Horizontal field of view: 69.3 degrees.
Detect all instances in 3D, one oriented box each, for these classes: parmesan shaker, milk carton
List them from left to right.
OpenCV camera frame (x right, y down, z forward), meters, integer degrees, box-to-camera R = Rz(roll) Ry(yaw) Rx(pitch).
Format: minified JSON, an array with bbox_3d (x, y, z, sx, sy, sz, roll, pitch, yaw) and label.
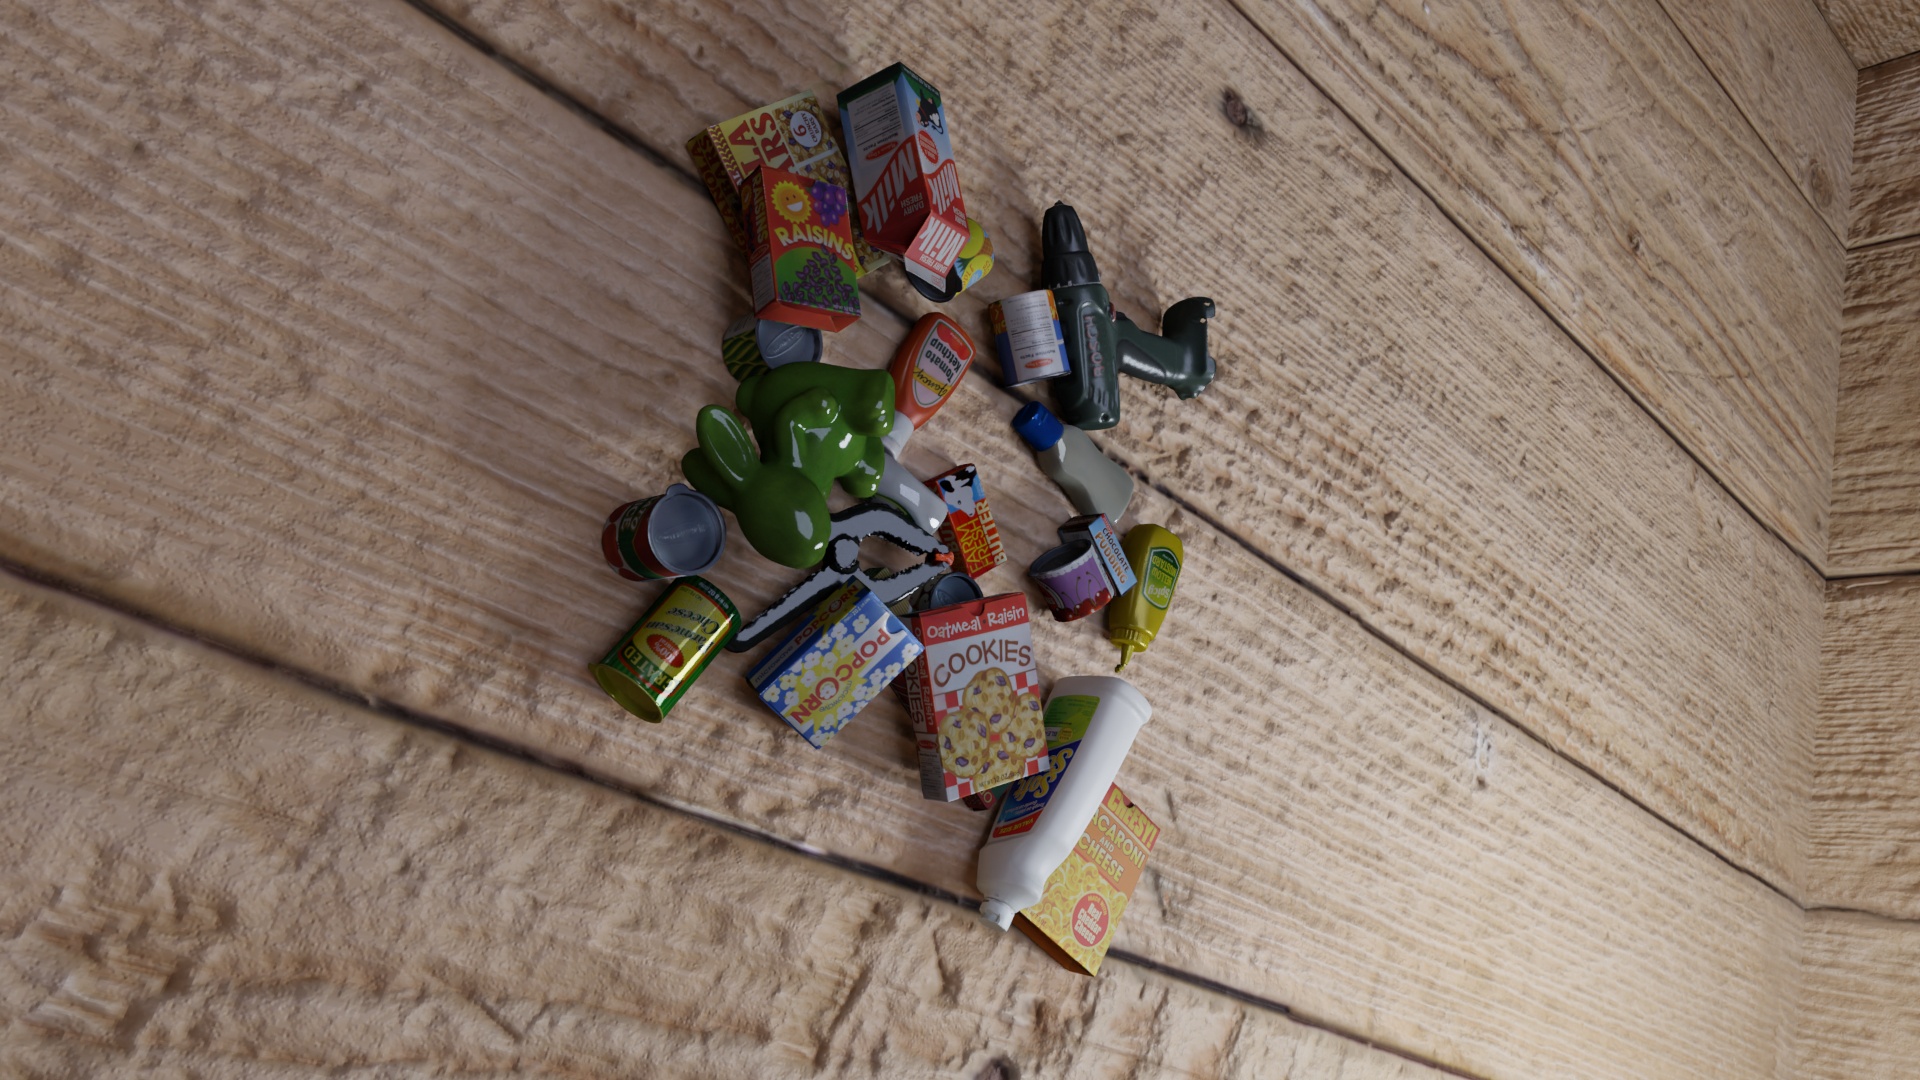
[{"bbox_3d":[-0.229,0.081,1.086,0.071,0.071,0.103,51,56,-22],"label":"parmesan shaker"},{"bbox_3d":[-0.048,-0.318,1.242,0.072,0.073,0.191,15,60,-59],"label":"milk carton"}]

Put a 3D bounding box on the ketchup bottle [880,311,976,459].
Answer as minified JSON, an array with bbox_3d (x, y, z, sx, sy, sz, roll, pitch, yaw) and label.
[{"bbox_3d":[-0.042,-0.138,1.279,0.064,0.043,0.149,43,60,-27],"label":"ketchup bottle"}]

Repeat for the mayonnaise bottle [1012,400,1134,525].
[{"bbox_3d":[0.113,-0.080,1.400,0.148,0.041,0.065,43,59,-26],"label":"mayonnaise bottle"}]

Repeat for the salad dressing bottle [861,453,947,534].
[{"bbox_3d":[-0.078,-0.059,1.232,0.147,0.064,0.044,41,71,-19],"label":"salad dressing bottle"}]

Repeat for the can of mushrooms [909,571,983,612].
[{"bbox_3d":[-0.013,0.065,1.283,0.071,0.033,0.071,5,81,-39],"label":"can of mushrooms"}]

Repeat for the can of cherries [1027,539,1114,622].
[{"bbox_3d":[0.108,0.041,1.366,0.072,0.071,0.058,-38,109,-36],"label":"can of cherries"}]

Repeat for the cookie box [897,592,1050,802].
[{"bbox_3d":[0.014,0.138,1.250,0.123,0.040,0.167,-10,93,-38],"label":"cookie box"}]

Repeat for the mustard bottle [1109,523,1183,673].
[{"bbox_3d":[0.186,0.063,1.435,0.065,0.048,0.161,29,67,-31],"label":"mustard bottle"}]

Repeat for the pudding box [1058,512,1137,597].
[{"bbox_3d":[0.138,0.016,1.402,0.030,0.049,0.083,-36,106,-34],"label":"pudding box"}]

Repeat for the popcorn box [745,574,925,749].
[{"bbox_3d":[-0.105,0.103,1.161,0.127,0.038,0.085,-43,125,-5],"label":"popcorn box"}]

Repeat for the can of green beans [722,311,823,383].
[{"bbox_3d":[-0.160,-0.165,1.177,0.071,0.057,0.071,6,81,-39],"label":"can of green beans"}]

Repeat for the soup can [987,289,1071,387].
[{"bbox_3d":[0.067,-0.197,1.363,0.071,0.071,0.083,-15,93,-39],"label":"soup can"}]

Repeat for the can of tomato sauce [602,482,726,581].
[{"bbox_3d":[-0.233,-0.004,1.081,0.071,0.083,0.071,6,81,-39],"label":"can of tomato sauce"}]

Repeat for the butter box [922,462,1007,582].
[{"bbox_3d":[0.005,-0.016,1.314,0.053,0.024,0.103,-26,101,-39],"label":"butter box"}]

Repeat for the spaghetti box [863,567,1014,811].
[{"bbox_3d":[-0.028,0.138,1.265,0.050,0.028,0.249,-43,111,-33],"label":"spaghetti box"}]

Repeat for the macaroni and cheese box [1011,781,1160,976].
[{"bbox_3d":[0.118,0.318,1.353,0.123,0.040,0.167,46,59,-26],"label":"macaroni and cheese box"}]

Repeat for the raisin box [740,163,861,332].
[{"bbox_3d":[-0.133,-0.242,1.154,0.086,0.040,0.123,5,70,-39],"label":"raisin box"}]

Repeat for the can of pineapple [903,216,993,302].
[{"bbox_3d":[-0.009,-0.264,1.306,0.058,0.071,0.071,-41,110,-35],"label":"can of pineapple"}]

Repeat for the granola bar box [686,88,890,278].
[{"bbox_3d":[-0.148,-0.295,1.216,0.125,0.039,0.165,-36,107,-37],"label":"granola bar box"}]
